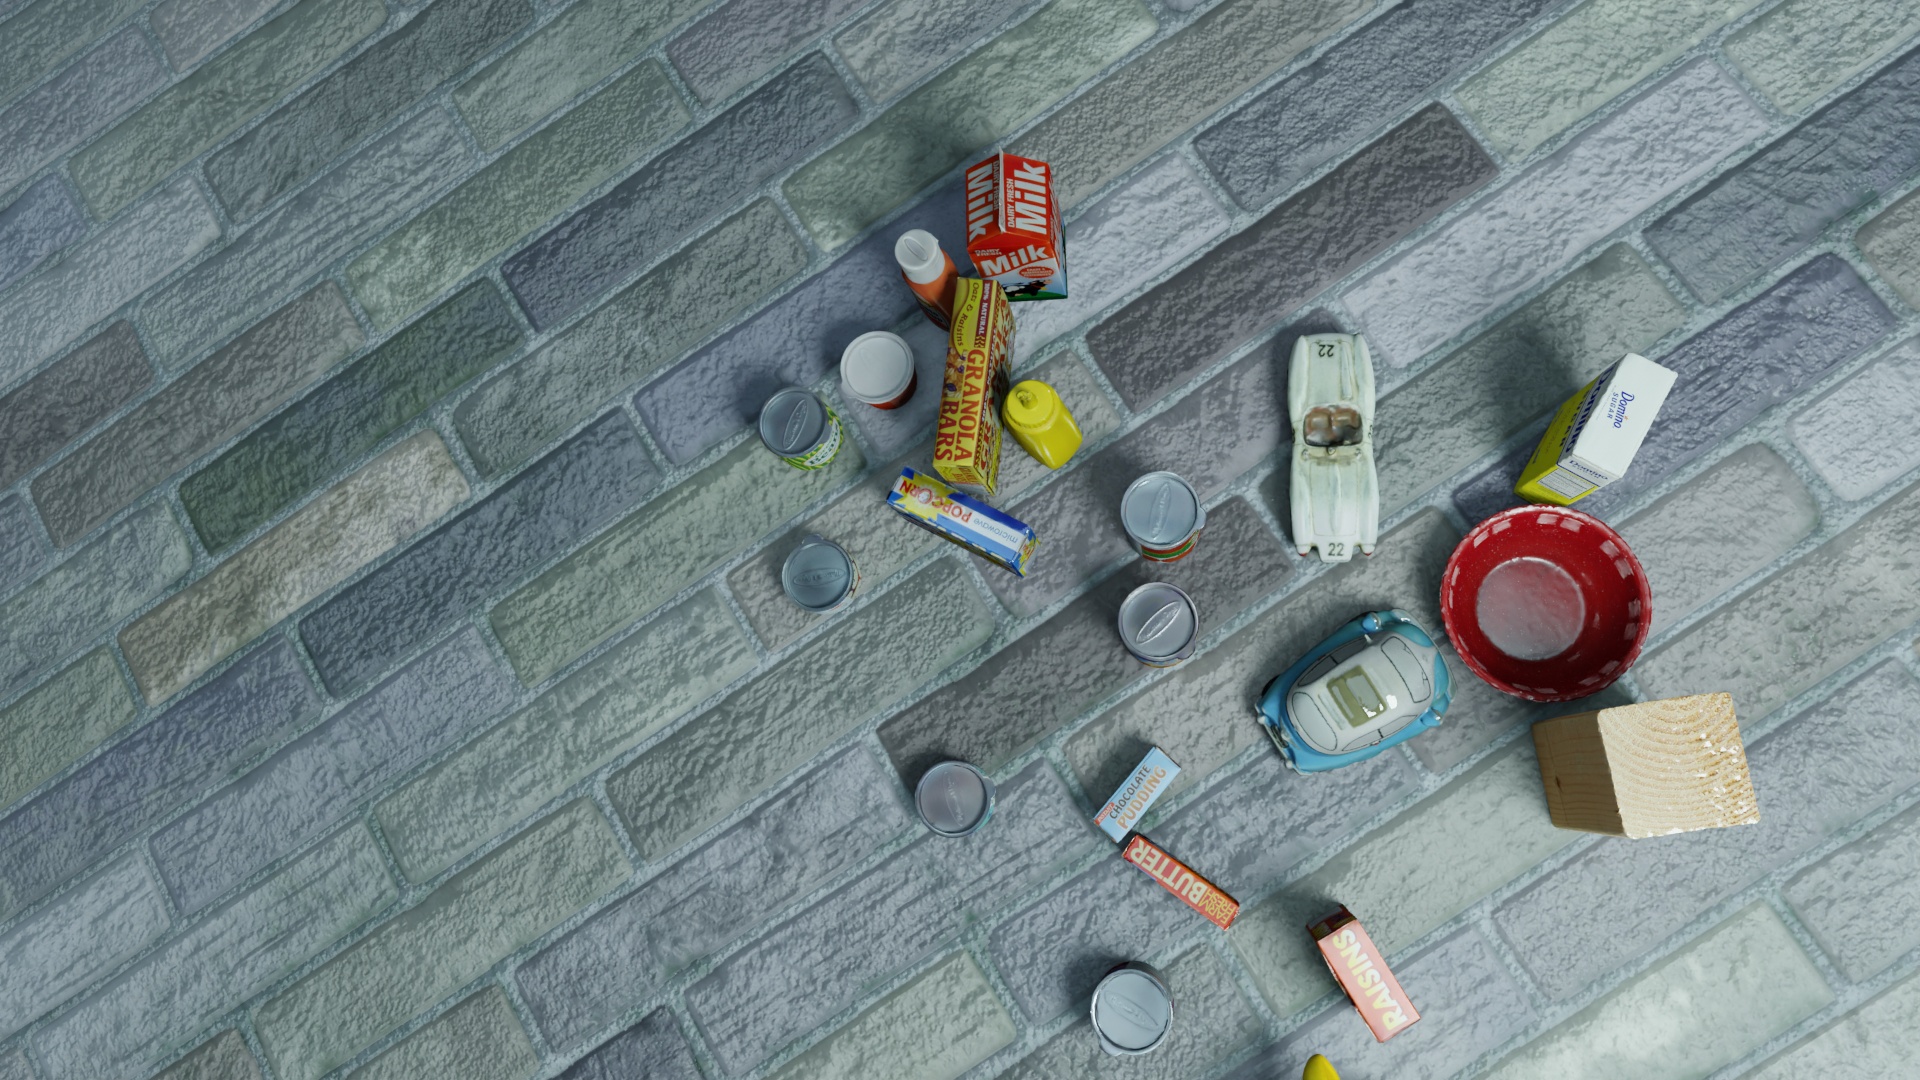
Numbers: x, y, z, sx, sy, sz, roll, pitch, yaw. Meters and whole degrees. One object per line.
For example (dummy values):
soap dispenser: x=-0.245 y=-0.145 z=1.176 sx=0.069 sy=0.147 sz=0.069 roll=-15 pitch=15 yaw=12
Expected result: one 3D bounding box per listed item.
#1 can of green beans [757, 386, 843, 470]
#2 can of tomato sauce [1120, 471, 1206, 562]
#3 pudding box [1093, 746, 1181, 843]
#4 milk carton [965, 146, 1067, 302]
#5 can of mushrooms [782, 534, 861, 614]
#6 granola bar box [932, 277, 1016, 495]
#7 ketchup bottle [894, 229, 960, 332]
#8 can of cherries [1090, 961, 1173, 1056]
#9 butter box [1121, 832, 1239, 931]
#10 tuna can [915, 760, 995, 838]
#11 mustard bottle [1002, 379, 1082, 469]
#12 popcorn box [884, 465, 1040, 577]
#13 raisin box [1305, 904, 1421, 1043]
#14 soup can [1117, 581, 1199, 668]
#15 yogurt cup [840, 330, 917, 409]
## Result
can of green beans: x=-0.146 y=-0.102 z=1.275 sx=0.071 sy=0.058 sz=0.071 roll=-2 pitch=80 yaw=9
can of tomato sauce: x=0.175 y=-0.018 z=1.192 sx=0.071 sy=0.083 sz=0.071 roll=-2 pitch=80 yaw=10
pudding box: x=0.150 y=0.213 z=1.172 sx=0.030 sy=0.049 sz=0.084 roll=40 pitch=89 yaw=14
milk carton: x=0.048 y=-0.270 z=1.204 sx=0.073 sy=0.190 sz=0.072 roll=-2 pitch=80 yaw=9
can of mushrooms: x=-0.125 y=0.031 z=1.260 sx=0.071 sy=0.033 sz=0.071 roll=-2 pitch=80 yaw=9
granola bar box: x=0.015 y=-0.132 z=1.219 sx=0.039 sy=0.124 sz=0.165 roll=6 pitch=81 yaw=11
ketchup bottle: x=-0.025 y=-0.233 z=1.231 sx=0.043 sy=0.148 sz=0.065 roll=-45 pitch=76 yaw=0
can of cherries: x=0.140 y=0.384 z=1.139 sx=0.071 sy=0.058 sz=0.071 roll=-2 pitch=80 yaw=9
butter box: x=0.183 y=0.282 z=1.153 sx=0.103 sy=0.053 sz=0.024 roll=34 pitch=88 yaw=14
tuna can: x=-0.002 y=0.223 z=1.205 sx=0.071 sy=0.033 sz=0.071 roll=-2 pitch=80 yaw=9
mustard bottle: x=0.067 y=-0.105 z=1.187 sx=0.065 sy=0.160 sz=0.049 roll=42 pitch=90 yaw=14
popcorn box: x=0.004 y=-0.015 z=1.220 sx=0.127 sy=0.085 sz=0.038 roll=26 pitch=86 yaw=13
raisin box: x=0.311 y=0.335 z=1.085 sx=0.040 sy=0.123 sz=0.086 roll=-32 pitch=77 yaw=3
soup can: x=0.170 y=0.075 z=1.176 sx=0.071 sy=0.083 sz=0.071 roll=-2 pitch=80 yaw=10
yogurt cup: x=-0.071 y=-0.152 z=1.274 sx=0.072 sy=0.054 sz=0.072 roll=-2 pitch=80 yaw=9
